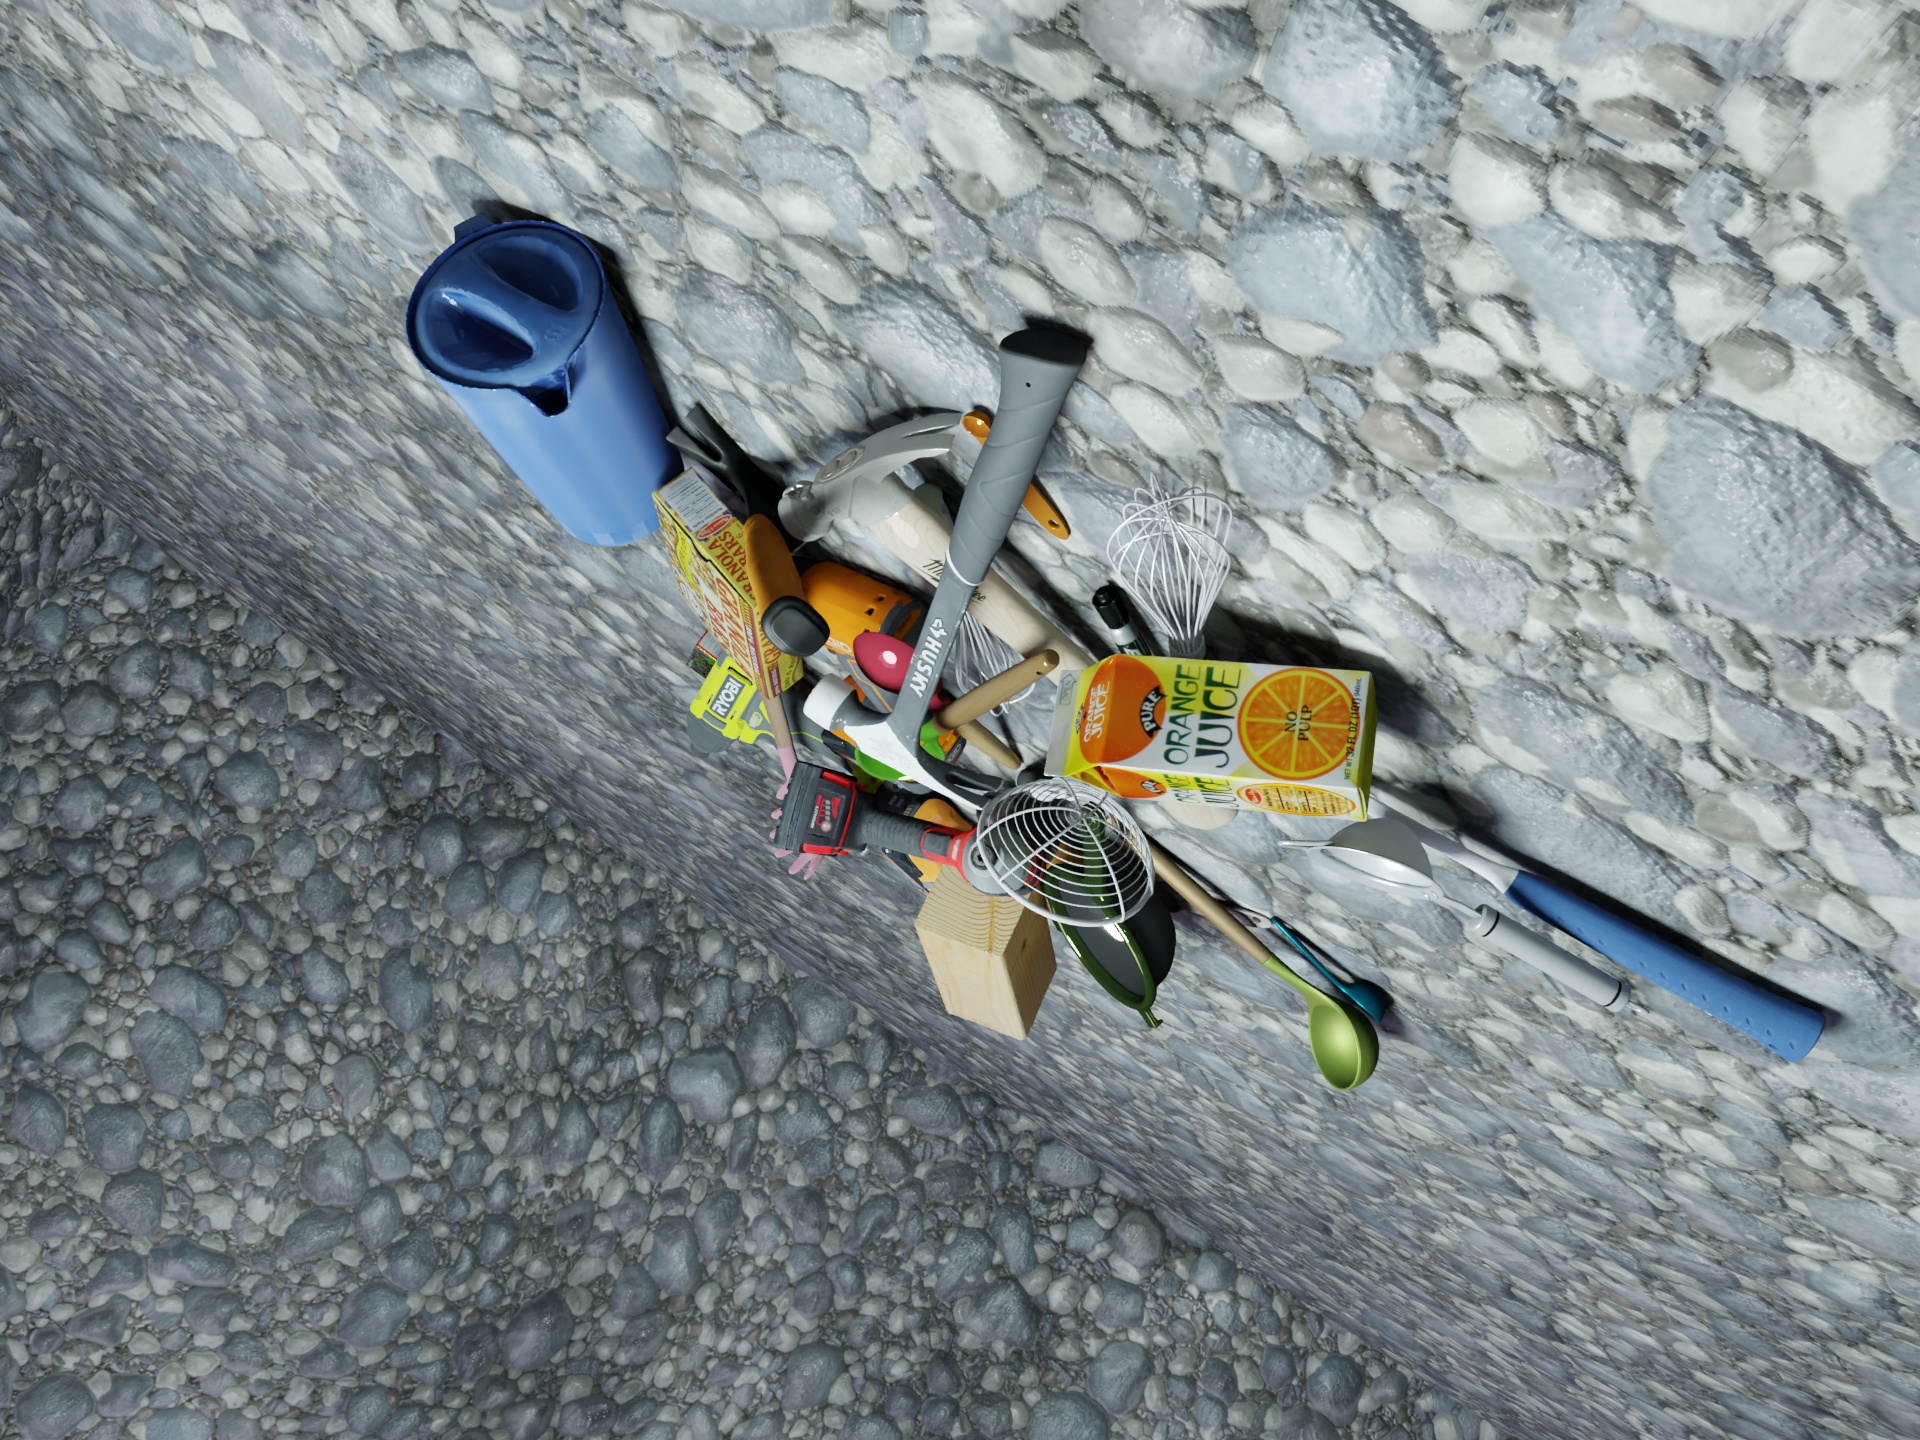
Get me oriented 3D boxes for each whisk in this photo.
[{"bbox_3d":[0.006,-0.082,1.130,0.059,0.058,0.246,-8,145,11],"label":"whisk"},{"bbox_3d":[0.134,-0.059,0.951,0.070,0.070,0.284,27,165,21],"label":"whisk"}]

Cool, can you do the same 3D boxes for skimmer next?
[{"bbox_3d":[0.063,0.085,1.215,0.127,0.090,0.363,16,180,-5],"label":"skimmer"}]

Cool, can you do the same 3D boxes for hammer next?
[{"bbox_3d":[0.069,-0.048,1.078,0.146,0.038,0.410,-19,132,41],"label":"hammer"},{"bbox_3d":[-0.131,-0.119,1.034,0.127,0.034,0.337,44,-172,-24],"label":"hammer"},{"bbox_3d":[0.002,-0.080,0.969,0.149,0.036,0.408,34,145,7],"label":"hammer"},{"bbox_3d":[0.339,0.098,1.014,0.405,0.035,0.144,29,161,14],"label":"hammer"}]

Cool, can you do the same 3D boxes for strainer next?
[{"bbox_3d":[0.138,0.143,1.374,0.152,0.069,0.256,45,156,36],"label":"strainer"},{"bbox_3d":[0.317,0.118,0.984,0.258,0.050,0.087,30,167,-4],"label":"strainer"}]

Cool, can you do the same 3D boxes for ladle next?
[{"bbox_3d":[0.238,0.197,1.372,0.320,0.062,0.078,42,158,-4],"label":"ladle"},{"bbox_3d":[-0.006,-0.004,1.252,0.069,0.031,0.315,15,170,24],"label":"ladle"}]

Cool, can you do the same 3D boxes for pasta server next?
[{"bbox_3d":[-0.171,0.001,1.434,0.060,0.040,0.316,16,129,44],"label":"pasta server"}]

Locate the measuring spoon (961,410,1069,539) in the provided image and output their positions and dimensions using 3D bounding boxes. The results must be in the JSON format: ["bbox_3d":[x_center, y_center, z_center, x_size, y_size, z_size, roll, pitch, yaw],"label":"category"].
[{"bbox_3d":[0.037,-0.148,0.962,0.021,0.011,0.116,9,153,43],"label":"measuring spoon"}]

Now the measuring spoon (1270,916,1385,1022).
[{"bbox_3d":[0.317,0.207,1.359,0.128,0.021,0.042,44,179,-2],"label":"measuring spoon"}]

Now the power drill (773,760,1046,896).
[{"bbox_3d":[-0.041,0.101,1.377,0.220,0.078,0.143,14,177,15],"label":"power drill"}]

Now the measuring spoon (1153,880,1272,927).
[{"bbox_3d":[0.223,0.163,1.411,0.124,0.018,0.034,10,139,37],"label":"measuring spoon"}]

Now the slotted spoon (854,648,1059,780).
[{"bbox_3d":[-0.002,-0.004,1.140,0.070,0.031,0.314,16,161,-19],"label":"slotted spoon"}]

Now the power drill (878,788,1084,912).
[{"bbox_3d":[0.021,0.123,1.547,0.226,0.084,0.185,6,147,47],"label":"power drill"}]

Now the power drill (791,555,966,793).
[{"bbox_3d":[-0.086,-0.046,1.311,0.164,0.084,0.226,25,155,26],"label":"power drill"}]

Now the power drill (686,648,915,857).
[{"bbox_3d":[-0.149,0.024,1.511,0.223,0.080,0.171,34,130,-3],"label":"power drill"}]
